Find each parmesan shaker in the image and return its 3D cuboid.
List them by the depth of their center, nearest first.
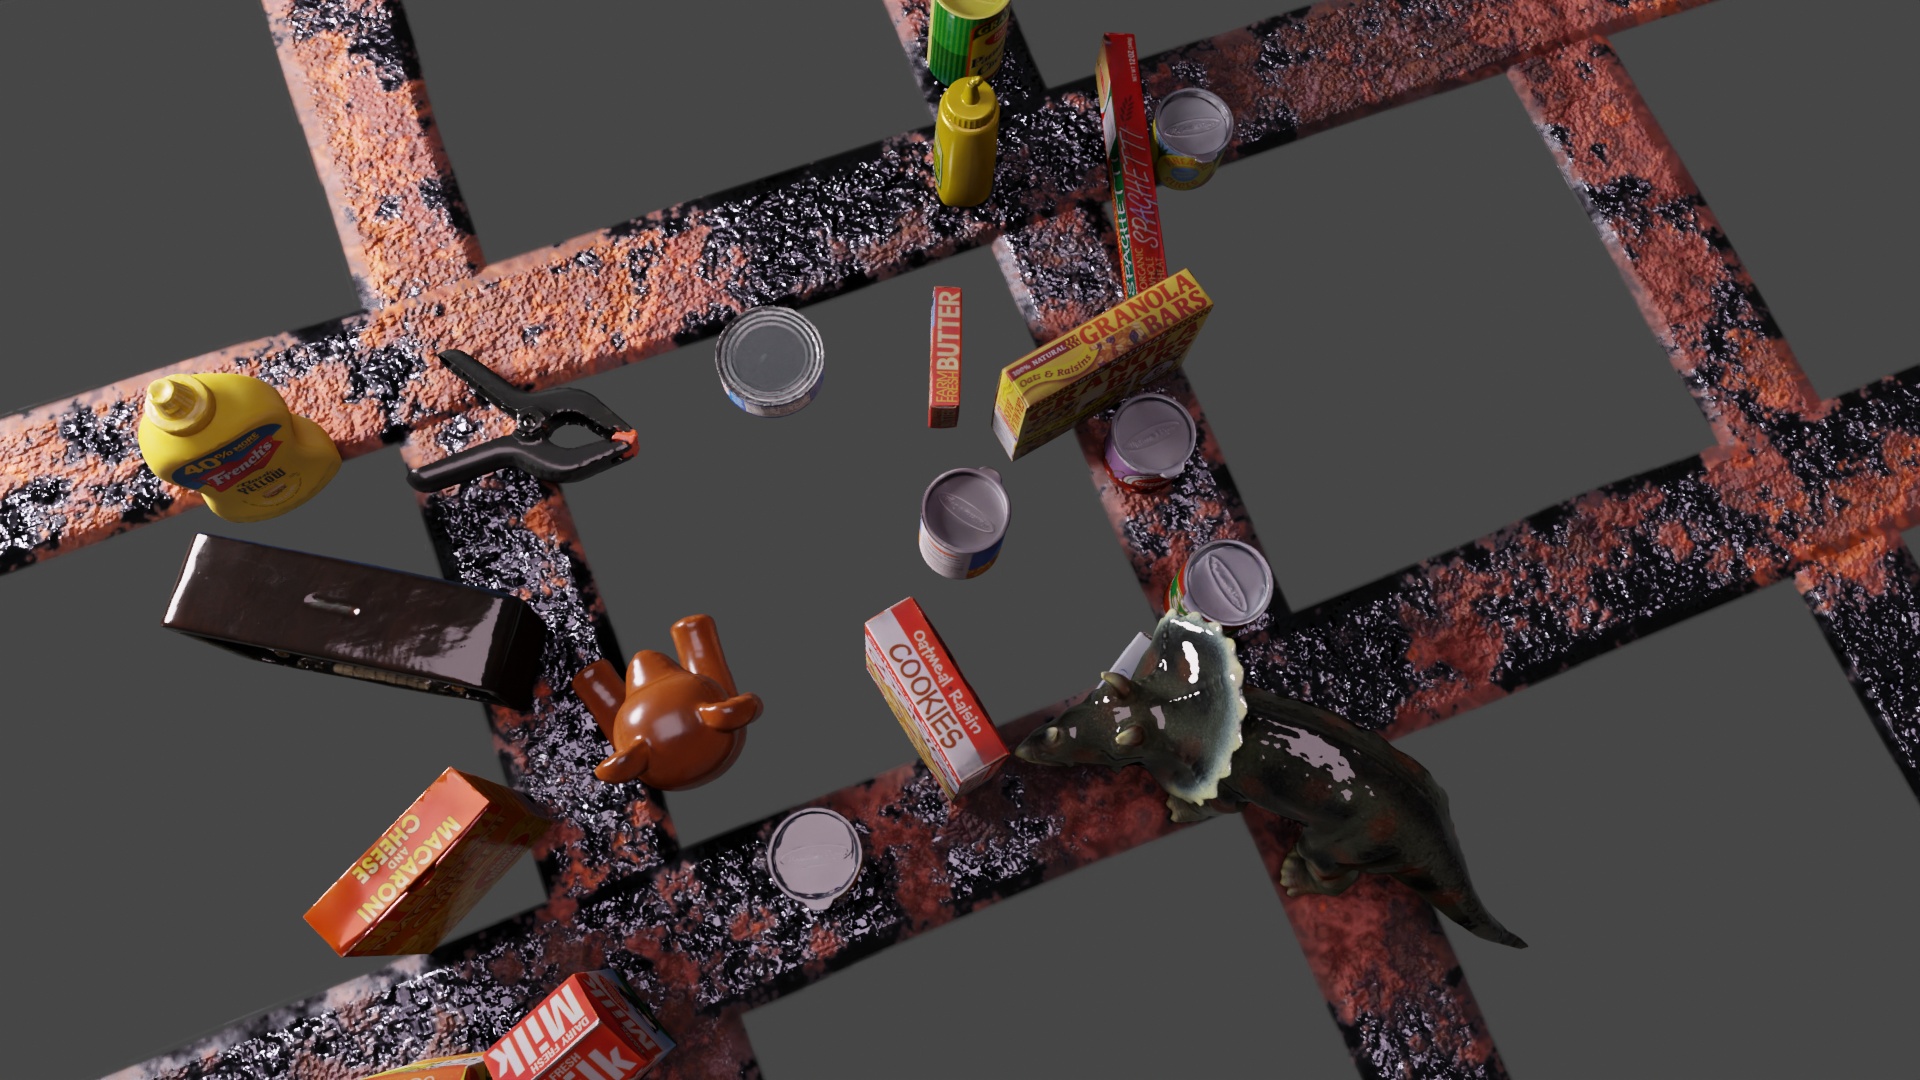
[{"bbox_3d":[0.008,-0.437,1.167,0.071,0.102,0.071,1,74,-3],"label":"parmesan shaker"}]

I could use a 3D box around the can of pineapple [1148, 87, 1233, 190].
[{"bbox_3d":[0.191,-0.336,1.173,0.071,0.057,0.071,1,74,-3],"label":"can of pineapple"}]

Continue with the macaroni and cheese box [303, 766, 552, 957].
[{"bbox_3d":[-0.346,0.217,0.925,0.040,0.166,0.124,40,76,8],"label":"macaroni and cheese box"}]

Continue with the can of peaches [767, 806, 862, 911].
[{"bbox_3d":[-0.103,0.229,0.993,0.071,0.058,0.071,1,74,-3],"label":"can of peaches"}]

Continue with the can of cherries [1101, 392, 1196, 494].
[{"bbox_3d":[0.148,-0.073,1.094,0.071,0.058,0.071,1,74,-3],"label":"can of cherries"}]

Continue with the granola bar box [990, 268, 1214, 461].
[{"bbox_3d":[0.105,-0.134,1.075,0.166,0.124,0.039,-30,78,-11],"label":"granola bar box"}]

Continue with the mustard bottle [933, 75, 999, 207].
[{"bbox_3d":[0.005,-0.326,1.105,0.049,0.159,0.065,-6,75,-5],"label":"mustard bottle"}]

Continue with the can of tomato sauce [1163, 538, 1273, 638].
[{"bbox_3d":[0.192,0.042,1.051,0.071,0.083,0.071,1,74,-3],"label":"can of tomato sauce"}]

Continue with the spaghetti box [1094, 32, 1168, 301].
[{"bbox_3d":[0.143,-0.304,1.165,0.029,0.050,0.250,-4,74,-4],"label":"spaghetti box"}]

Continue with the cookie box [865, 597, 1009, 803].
[{"bbox_3d":[-0.019,0.116,0.973,0.040,0.167,0.123,-31,78,-11],"label":"cookie box"}]

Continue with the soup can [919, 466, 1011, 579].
[{"bbox_3d":[0.004,-0.013,1.055,0.071,0.083,0.071,1,74,-3],"label":"soup can"}]

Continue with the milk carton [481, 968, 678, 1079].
[{"bbox_3d":[-0.242,0.327,0.887,0.072,0.190,0.073,-41,81,-13],"label":"milk carton"}]

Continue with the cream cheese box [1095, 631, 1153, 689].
[{"bbox_3d":[0.111,0.118,1.040,0.024,0.053,0.104,37,75,7],"label":"cream cheese box"}]

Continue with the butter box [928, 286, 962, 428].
[{"bbox_3d":[-0.012,-0.145,1.108,0.024,0.053,0.104,2,74,-3],"label":"butter box"}]

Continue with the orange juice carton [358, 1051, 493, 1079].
[{"bbox_3d":[-0.328,0.367,0.870,0.072,0.192,0.073,-6,75,-5],"label":"orange juice carton"}]
